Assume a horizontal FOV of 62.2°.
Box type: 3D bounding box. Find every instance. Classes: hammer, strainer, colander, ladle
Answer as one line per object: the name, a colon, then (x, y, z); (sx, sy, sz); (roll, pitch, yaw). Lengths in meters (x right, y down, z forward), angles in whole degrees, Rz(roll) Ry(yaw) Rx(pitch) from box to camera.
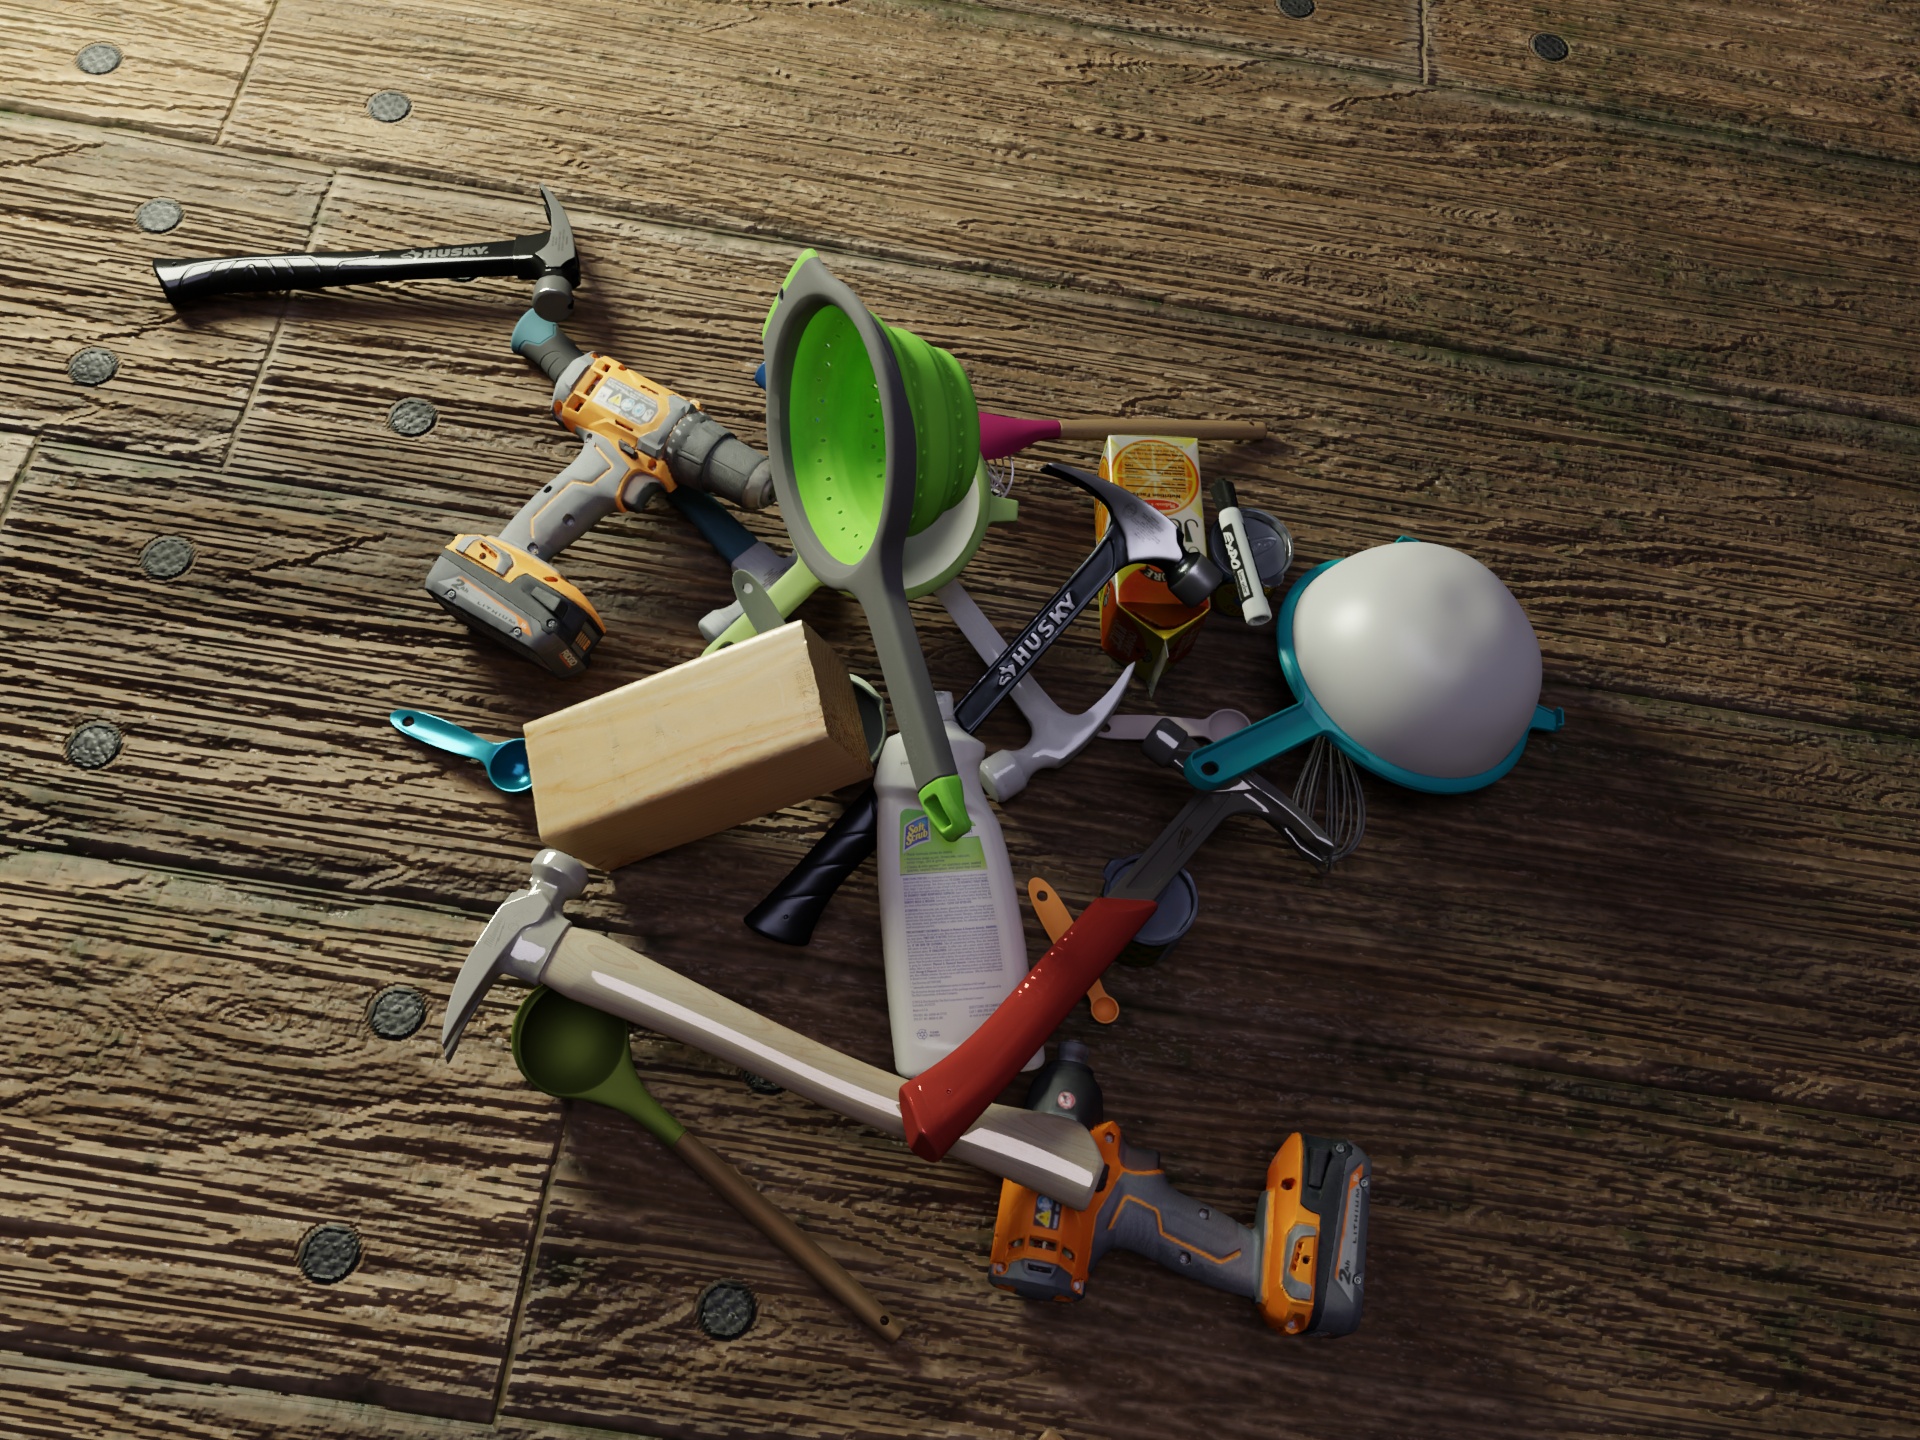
hammer: (-0.028, -0.132, 1.221); (0.144, 0.035, 0.406); (-32, 72, -15)
hammer: (0.093, 0.148, 1.023); (0.149, 0.036, 0.359); (38, 57, 13)
strainer: (-0.089, -0.121, 1.169); (0.256, 0.069, 0.151); (-43, 85, 2)
hammer: (-0.112, 0.217, 0.983); (0.410, 0.038, 0.146); (22, 55, 5)
hammer: (-0.002, -0.004, 1.108); (0.149, 0.036, 0.409); (43, 84, -6)
colander: (-0.027, -0.117, 1.047); (0.094, 0.204, 0.397); (-9, 74, -28)
ladle: (-0.158, 0.282, 1.012); (0.320, 0.062, 0.078); (39, 62, 9)
hammer: (-0.474, -0.367, 1.275); (0.334, 0.035, 0.146); (-4, 52, -3)
strainer: (0.297, -0.037, 1.132); (0.340, 0.095, 0.211); (-23, 68, -33)
hammer: (-0.240, -0.204, 1.235); (0.128, 0.033, 0.331); (-39, 75, -19)

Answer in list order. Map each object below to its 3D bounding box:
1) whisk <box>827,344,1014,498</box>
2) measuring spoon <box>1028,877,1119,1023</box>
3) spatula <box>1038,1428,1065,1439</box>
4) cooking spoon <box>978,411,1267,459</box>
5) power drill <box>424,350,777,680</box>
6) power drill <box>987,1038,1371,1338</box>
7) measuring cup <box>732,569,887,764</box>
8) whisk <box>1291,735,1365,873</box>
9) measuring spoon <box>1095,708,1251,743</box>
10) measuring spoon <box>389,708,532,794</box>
whisk: (-0.055, -0.250, 1.269); (0.246, 0.057, 0.059); (40, 98, 16)
measuring spoon: (0.077, 0.161, 1.116); (0.021, 0.011, 0.117); (-22, 66, -15)
spatula: (0.172, 0.533, 0.937); (0.317, 0.044, 0.082); (39, 71, 13)
cooking spoon: (0.100, -0.230, 1.258); (0.318, 0.017, 0.069); (-3, 46, -19)
power drill: (-0.254, -0.142, 1.156); (0.185, 0.084, 0.226); (28, 76, 14)
power drill: (0.141, 0.300, 1.021); (0.226, 0.084, 0.164); (9, 65, 3)
measuring cup: (-0.113, -0.036, 1.133); (0.083, 0.038, 0.167); (-30, 98, 7)
whisk: (0.275, 0.003, 1.187); (0.055, 0.055, 0.239); (9, 61, -1)
measuring spoon: (0.155, 0.009, 1.191); (0.124, 0.018, 0.034); (1, 60, 2)
measuring spoon: (-0.350, 0.021, 1.135); (0.129, 0.021, 0.042); (20, 65, 14)
